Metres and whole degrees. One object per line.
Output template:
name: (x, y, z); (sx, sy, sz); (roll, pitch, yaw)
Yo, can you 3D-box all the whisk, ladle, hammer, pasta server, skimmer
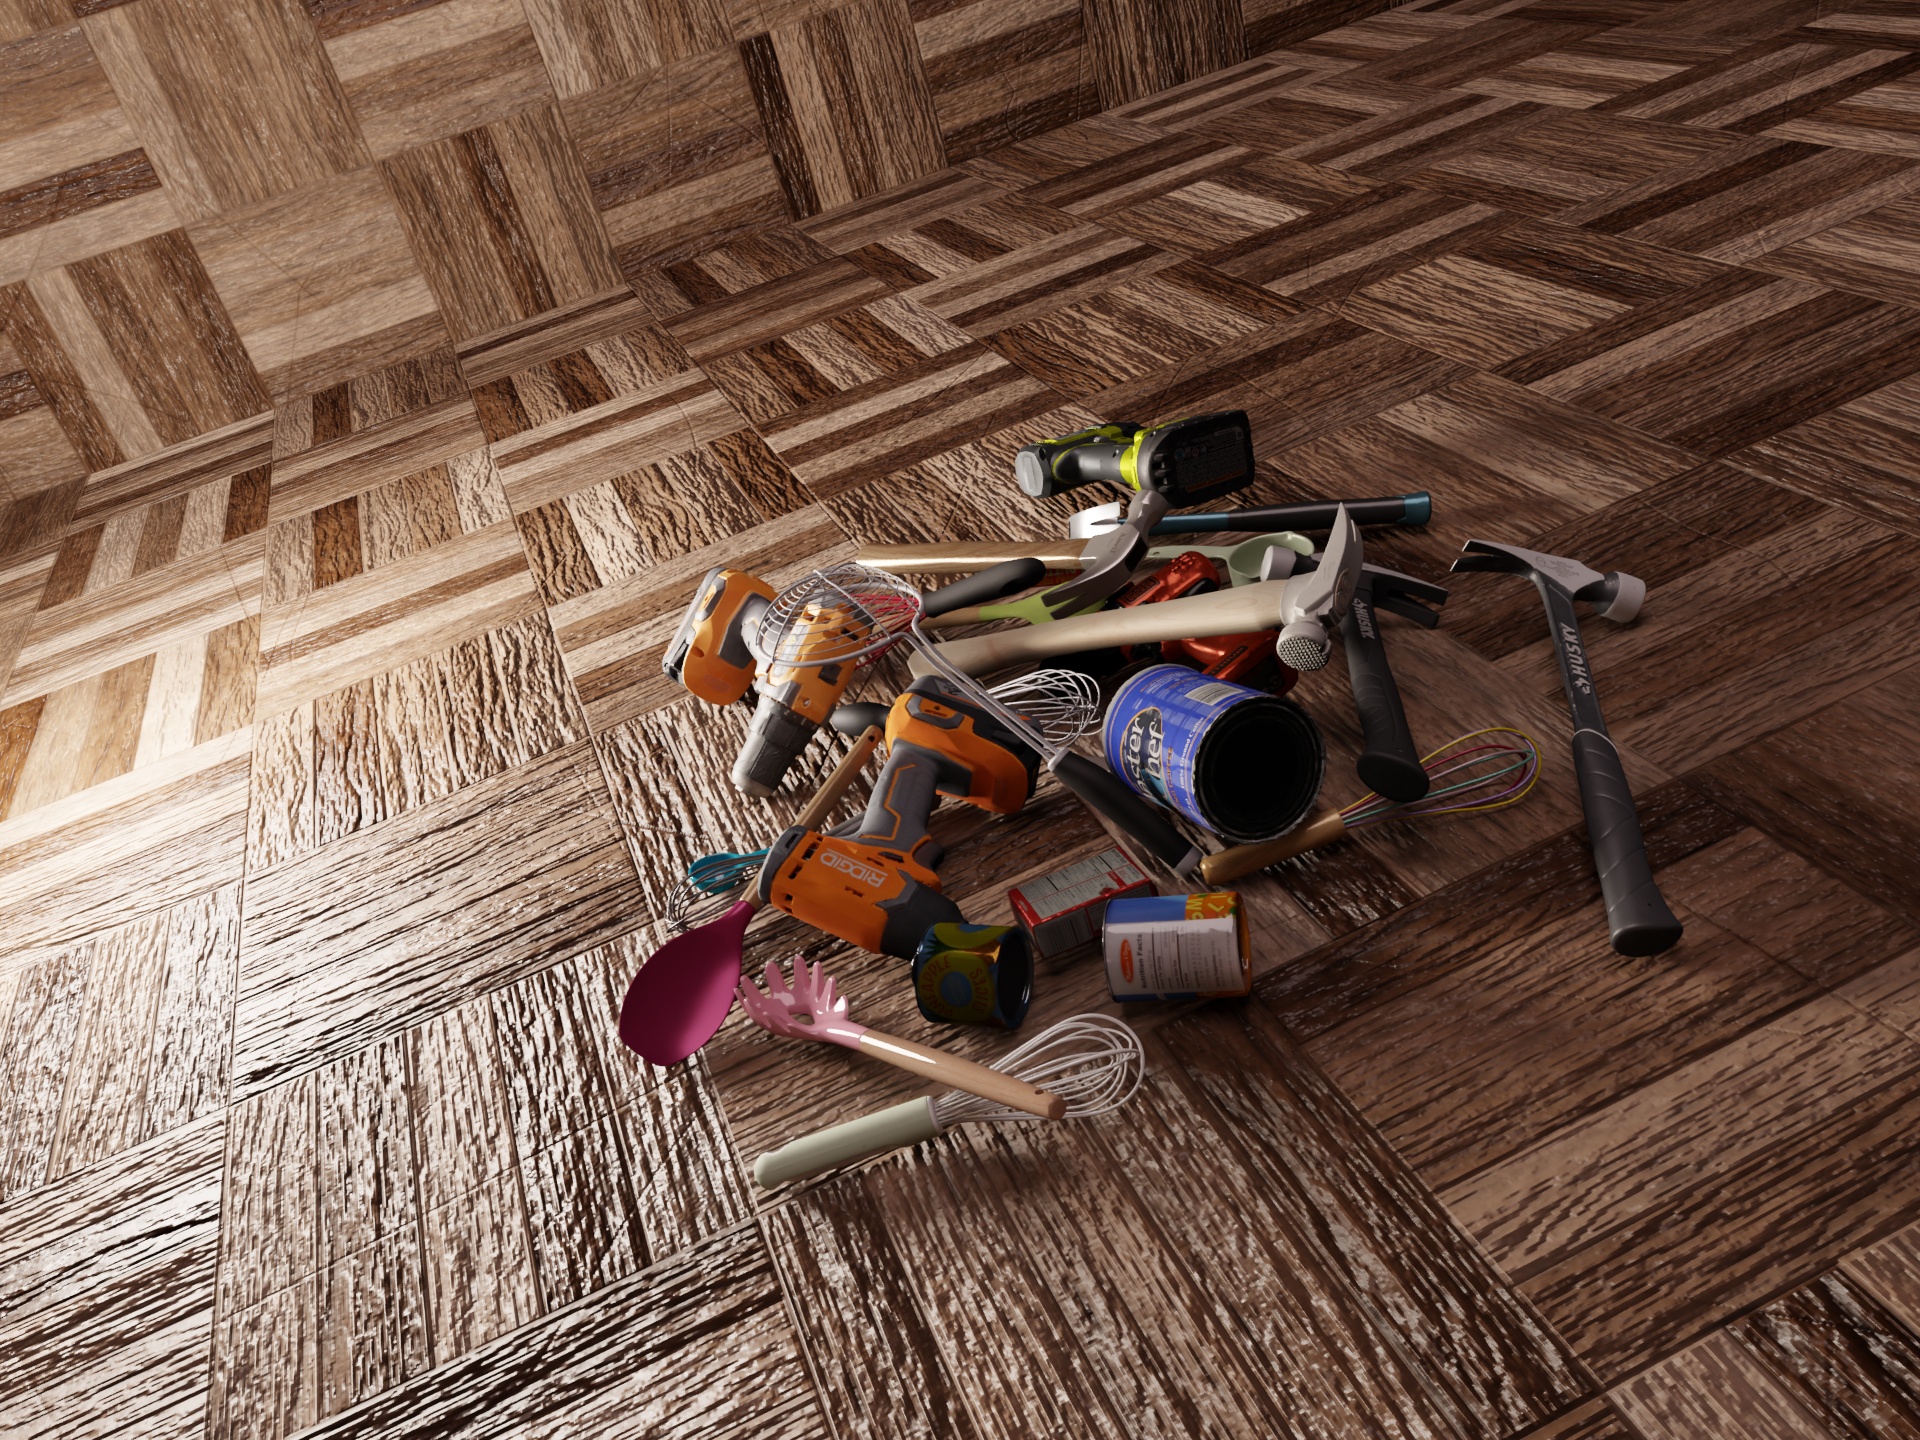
whisk: (-0.117, 0.106, 1.214); (0.239, 0.055, 0.055); (-24, 31, -21)
ladle: (0.004, -0.087, 1.472); (0.320, 0.062, 0.078); (-3, 44, 35)
whisk: (-0.041, -0.097, 1.415); (0.296, 0.073, 0.073); (-15, 26, 40)
hammer: (0.305, -0.039, 1.169); (0.146, 0.035, 0.335); (12, 30, -1)
hammer: (0.027, -0.147, 1.448); (0.331, 0.031, 0.130); (3, 52, 42)
hammer: (0.424, 0.003, 1.081); (0.149, 0.036, 0.409); (17, 40, -3)
hammer: (0.125, -0.080, 1.280); (0.411, 0.038, 0.146); (-8, 43, 40)
whisk: (-0.008, 0.235, 0.954); (0.246, 0.059, 0.057); (-19, -13, 3)
pasta server: (-0.043, 0.196, 0.977); (0.060, 0.040, 0.316); (-24, 16, -33)
hammer: (0.262, -0.185, 1.467); (0.331, 0.033, 0.128); (-2, 0, 13)
whisk: (0.282, 0.065, 1.088); (0.245, 0.047, 0.051); (-21, 19, 1)
whisk: (-0.001, -0.003, 1.305); (0.285, 0.070, 0.070); (-2, 32, 41)
skimmer: (0.013, 0.006, 1.154); (0.363, 0.090, 0.127); (39, 47, 8)

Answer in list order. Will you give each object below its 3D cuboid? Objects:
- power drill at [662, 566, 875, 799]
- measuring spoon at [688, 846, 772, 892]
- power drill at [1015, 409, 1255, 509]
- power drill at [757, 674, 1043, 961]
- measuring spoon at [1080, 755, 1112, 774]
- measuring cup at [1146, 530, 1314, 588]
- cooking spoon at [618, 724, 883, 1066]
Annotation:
power drill: (-0.180, -0.037, 1.400); (0.226, 0.084, 0.185); (22, 84, 53)
measuring spoon: (-0.148, 0.113, 1.245); (0.128, 0.021, 0.042); (-12, 26, -9)
power drill: (0.185, -0.268, 1.607); (0.171, 0.080, 0.223); (-21, 20, -29)
power drill: (-0.022, 0.079, 1.158); (0.164, 0.084, 0.227); (23, 47, 15)
measuring spoon: (0.131, 0.030, 1.234); (0.124, 0.018, 0.034); (0, 35, 27)
measuring cup: (0.240, -0.136, 1.430); (0.168, 0.038, 0.083); (6, 38, 37)
cooking spoon: (-0.142, 0.117, 1.162); (0.069, 0.017, 0.319); (36, 57, -1)
